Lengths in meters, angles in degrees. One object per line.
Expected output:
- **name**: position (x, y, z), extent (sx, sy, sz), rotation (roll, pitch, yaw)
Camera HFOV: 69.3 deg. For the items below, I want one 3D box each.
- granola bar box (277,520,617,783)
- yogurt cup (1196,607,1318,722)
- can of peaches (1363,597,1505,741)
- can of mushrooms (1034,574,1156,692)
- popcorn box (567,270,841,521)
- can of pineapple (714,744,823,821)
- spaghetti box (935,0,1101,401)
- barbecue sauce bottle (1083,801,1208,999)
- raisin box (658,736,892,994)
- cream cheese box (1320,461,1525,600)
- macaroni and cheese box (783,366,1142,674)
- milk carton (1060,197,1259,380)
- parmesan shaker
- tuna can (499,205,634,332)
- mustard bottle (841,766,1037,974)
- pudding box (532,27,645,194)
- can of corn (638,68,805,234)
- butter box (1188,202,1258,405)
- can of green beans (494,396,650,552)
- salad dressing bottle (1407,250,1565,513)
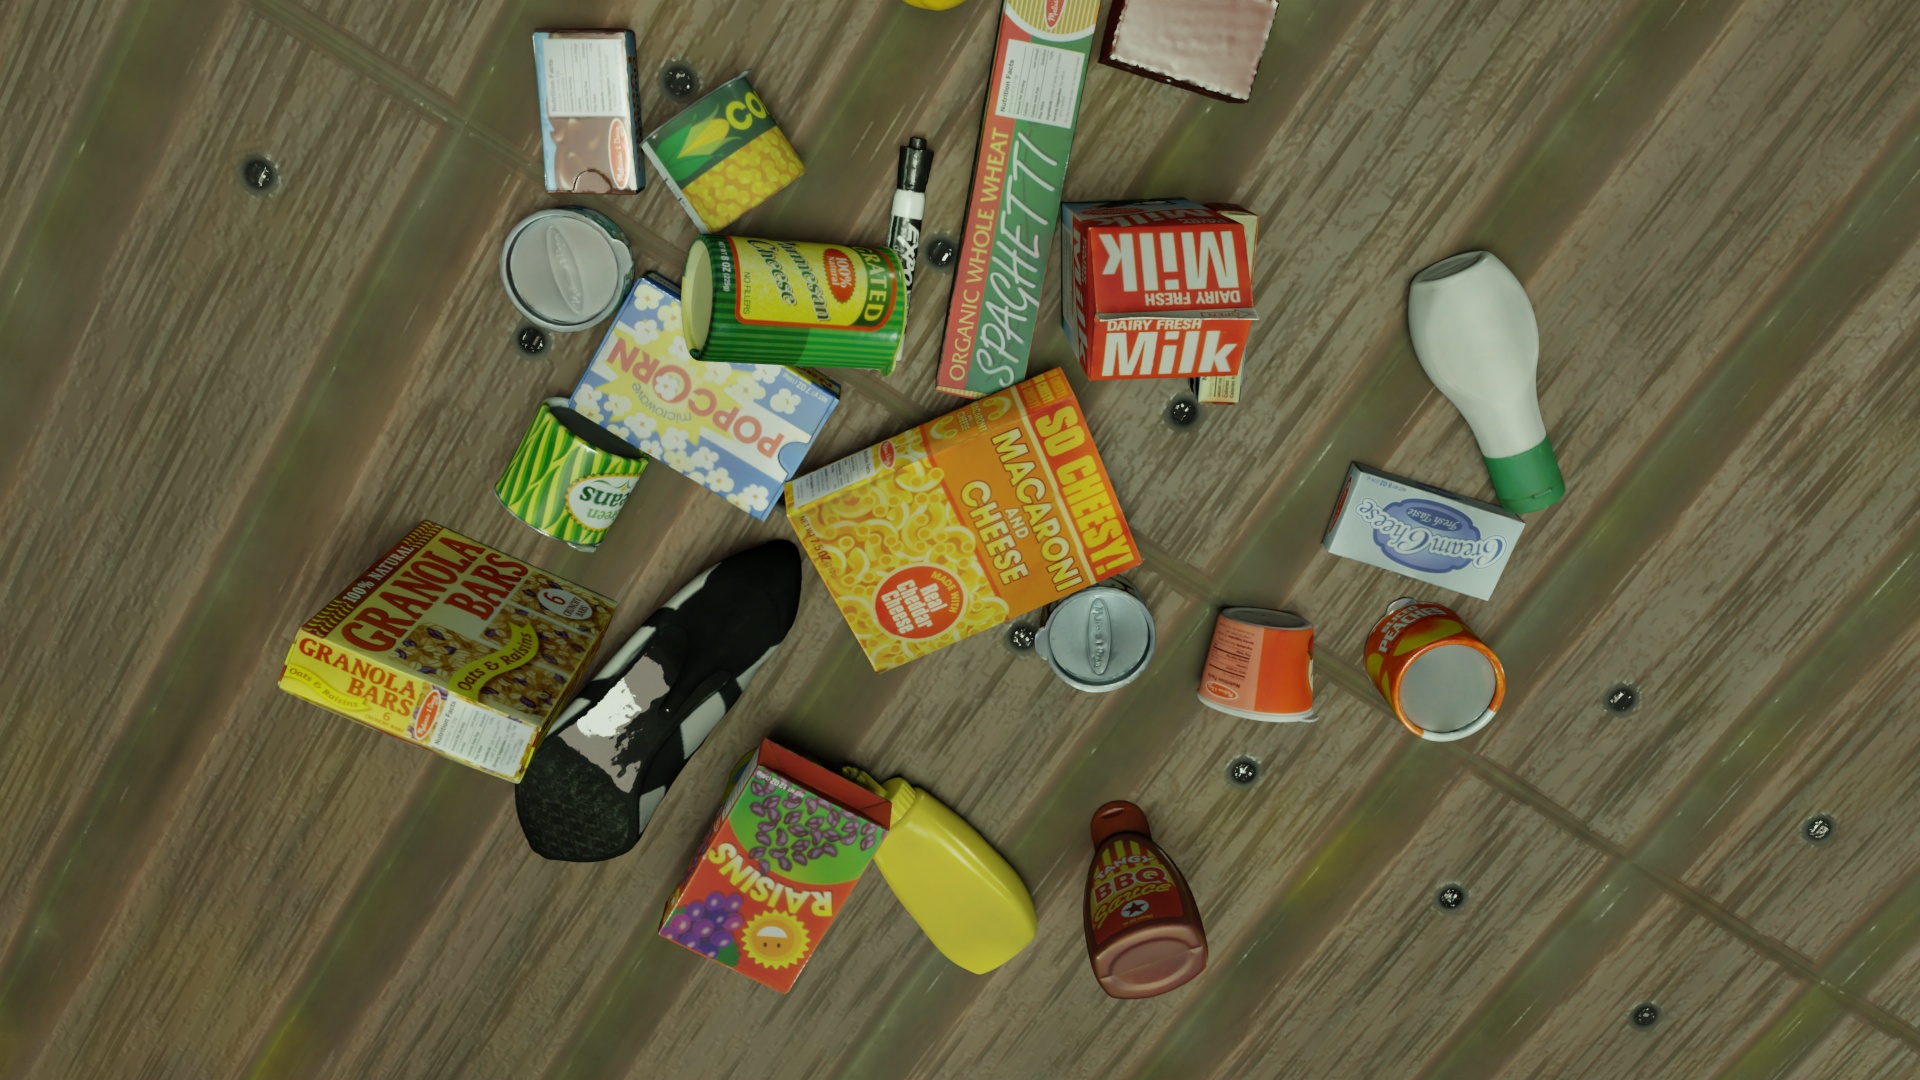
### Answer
- **granola bar box**: position (-0.267, 0.055, 0.748), extent (0.124, 0.166, 0.039), rotation (24, 107, -8)
- **yogurt cup**: position (0.175, 0.071, 0.813), extent (0.072, 0.072, 0.054), rotation (6, 100, -2)
- **can of peaches**: position (0.277, 0.075, 0.818), extent (0.071, 0.058, 0.071), rotation (0, 108, -1)
- **can of mushrooms**: position (0.078, 0.053, 0.821), extent (0.071, 0.033, 0.070), rotation (0, 108, -1)
- **popcorn box**: position (-0.141, -0.081, 0.774), extent (0.126, 0.038, 0.085), rotation (31, 104, -10)
- **can of pineapple**: position (-0.111, 0.164, 0.840), extent (0.071, 0.058, 0.070), rotation (0, 108, -1)
- **spaghetti box**: position (0.031, -0.197, 0.745), extent (0.050, 0.029, 0.249), rotation (10, 107, -4)
- **barbecue sauce bottle**: position (0.101, 0.203, 0.808), extent (0.065, 0.149, 0.043), rotation (-20, 106, 6)
- **raisin box**: position (-0.106, 0.187, 0.796), extent (0.086, 0.040, 0.123), rotation (28, 104, -11)
- **cream cheese box**: position (0.269, -0.005, 0.811), extent (0.104, 0.024, 0.053), rotation (16, 108, -5)
- **macaroni and cheese box**: position (0.003, -0.010, 0.780), extent (0.166, 0.040, 0.123), rotation (-23, 123, 4)
- **milk carton**: position (0.092, -0.124, 0.684), extent (0.072, 0.191, 0.073), rotation (-2, 108, 0)
- **parmesan shaker**: position (-0.087, -0.122, 0.727), extent (0.103, 0.071, 0.071), rotation (-1, 109, -26)
- **tuna can**: position (-0.210, -0.149, 0.755), extent (0.071, 0.033, 0.070), rotation (0, 108, -1)
- **mustard bottle**: position (-0.019, 0.193, 0.856), extent (0.065, 0.049, 0.160), rotation (-36, 104, 10)
- **pudding box**: position (-0.195, -0.226, 0.733), extent (0.050, 0.030, 0.083), rotation (-1, 107, -2)
- **can of corn**: position (-0.121, -0.200, 0.722), extent (0.071, 0.071, 0.058), rotation (-32, 106, 9)
- **butter box**: position (0.142, -0.129, 0.755), extent (0.024, 0.053, 0.103), rotation (3, 107, 2)
- **can of green beans**: position (-0.215, -0.039, 0.772), extent (0.071, 0.071, 0.057), rotation (31, 104, -10)
- **salad dressing bottle**: position (0.298, -0.086, 0.776), extent (0.064, 0.044, 0.147), rotation (-25, 107, 5)
